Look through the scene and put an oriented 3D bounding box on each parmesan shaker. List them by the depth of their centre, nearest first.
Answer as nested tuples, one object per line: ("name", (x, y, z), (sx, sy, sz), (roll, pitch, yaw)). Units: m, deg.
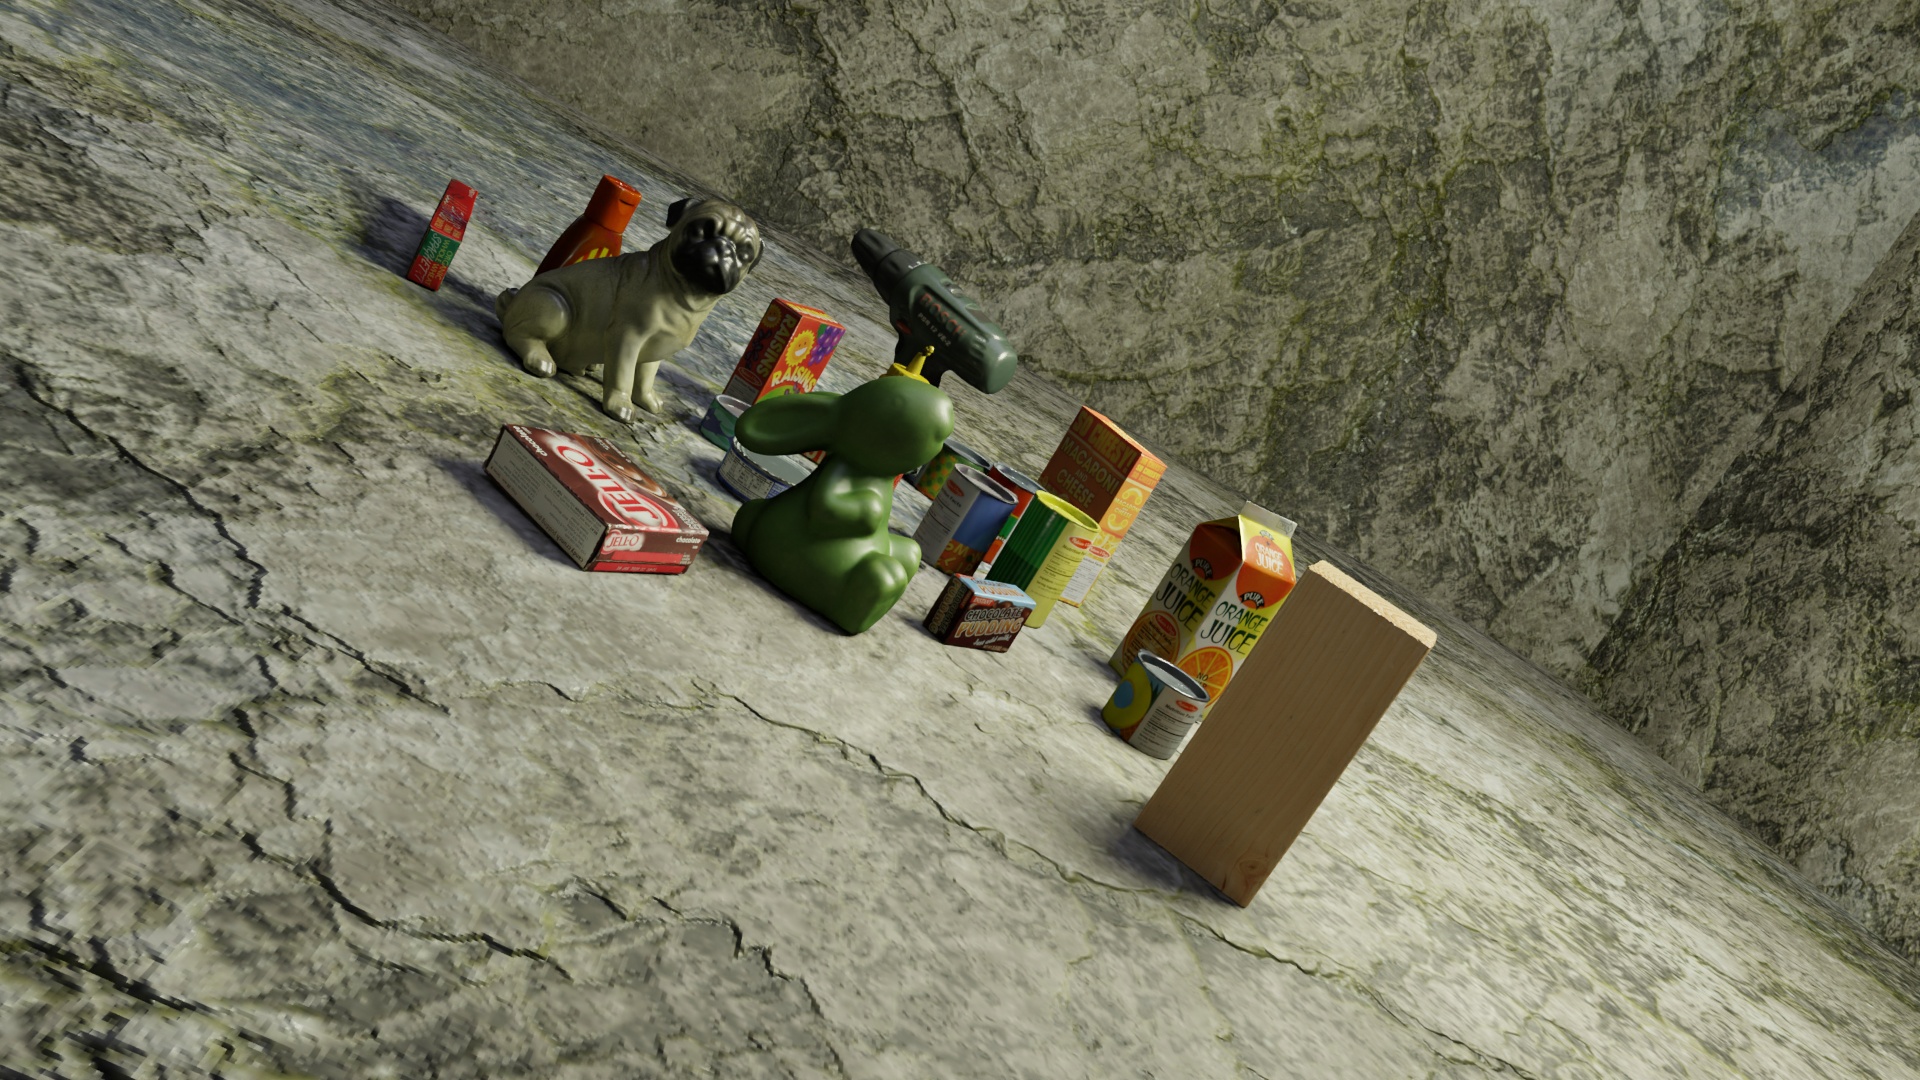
("parmesan shaker", (0.067, 0.016, 1.216), (0.071, 0.103, 0.071), (30, 13, -7))

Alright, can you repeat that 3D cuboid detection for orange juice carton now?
("orange juice carton", (0.219, 0.056, 1.210), (0.072, 0.192, 0.073), (22, 15, -35))

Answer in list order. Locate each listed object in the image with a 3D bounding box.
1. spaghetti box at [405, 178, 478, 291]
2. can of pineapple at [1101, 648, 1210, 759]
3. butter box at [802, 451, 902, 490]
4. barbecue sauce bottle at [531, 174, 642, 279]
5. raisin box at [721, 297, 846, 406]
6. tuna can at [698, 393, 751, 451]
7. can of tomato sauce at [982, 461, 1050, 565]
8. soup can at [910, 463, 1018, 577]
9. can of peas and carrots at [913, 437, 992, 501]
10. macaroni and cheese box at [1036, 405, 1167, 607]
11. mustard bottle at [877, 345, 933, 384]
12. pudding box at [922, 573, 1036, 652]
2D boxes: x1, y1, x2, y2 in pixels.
("spaghetti box", (-0.461, -0.277, 1.242), (0.028, 0.050, 0.251), (25, 14, -24))
("can of pineapple", (0.152, 0.128, 1.088), (0.071, 0.057, 0.071), (29, 13, -7))
("butter box", (-0.102, -0.083, 1.319), (0.103, 0.053, 0.024), (33, 13, 6))
("barbecue sauce bottle", (-0.324, -0.241, 1.197), (0.044, 0.148, 0.065), (40, 15, 36))
("raisin box", (-0.169, -0.160, 1.301), (0.040, 0.123, 0.086), (36, 13, 21))
("tuna can", (-0.191, -0.096, 1.213), (0.071, 0.032, 0.071), (29, 13, -7))
("can of tomato sauce", (0.038, -0.025, 1.349), (0.071, 0.083, 0.071), (29, 13, -7))
("soup can", (0.004, -0.016, 1.237), (0.071, 0.083, 0.071), (29, 13, -7))
("can of peas and carrots", (-0.006, -0.068, 1.465), (0.071, 0.058, 0.071), (29, 13, -7))
("macaroni and cheese box", (0.120, -0.035, 1.386), (0.040, 0.166, 0.124), (23, 15, -34))
("mustard bottle", (-0.068, -0.108, 1.247), (0.049, 0.160, 0.065), (32, 12, 2))
("pudding box", (0.015, 0.056, 1.071), (0.030, 0.049, 0.084), (40, 16, 35))
